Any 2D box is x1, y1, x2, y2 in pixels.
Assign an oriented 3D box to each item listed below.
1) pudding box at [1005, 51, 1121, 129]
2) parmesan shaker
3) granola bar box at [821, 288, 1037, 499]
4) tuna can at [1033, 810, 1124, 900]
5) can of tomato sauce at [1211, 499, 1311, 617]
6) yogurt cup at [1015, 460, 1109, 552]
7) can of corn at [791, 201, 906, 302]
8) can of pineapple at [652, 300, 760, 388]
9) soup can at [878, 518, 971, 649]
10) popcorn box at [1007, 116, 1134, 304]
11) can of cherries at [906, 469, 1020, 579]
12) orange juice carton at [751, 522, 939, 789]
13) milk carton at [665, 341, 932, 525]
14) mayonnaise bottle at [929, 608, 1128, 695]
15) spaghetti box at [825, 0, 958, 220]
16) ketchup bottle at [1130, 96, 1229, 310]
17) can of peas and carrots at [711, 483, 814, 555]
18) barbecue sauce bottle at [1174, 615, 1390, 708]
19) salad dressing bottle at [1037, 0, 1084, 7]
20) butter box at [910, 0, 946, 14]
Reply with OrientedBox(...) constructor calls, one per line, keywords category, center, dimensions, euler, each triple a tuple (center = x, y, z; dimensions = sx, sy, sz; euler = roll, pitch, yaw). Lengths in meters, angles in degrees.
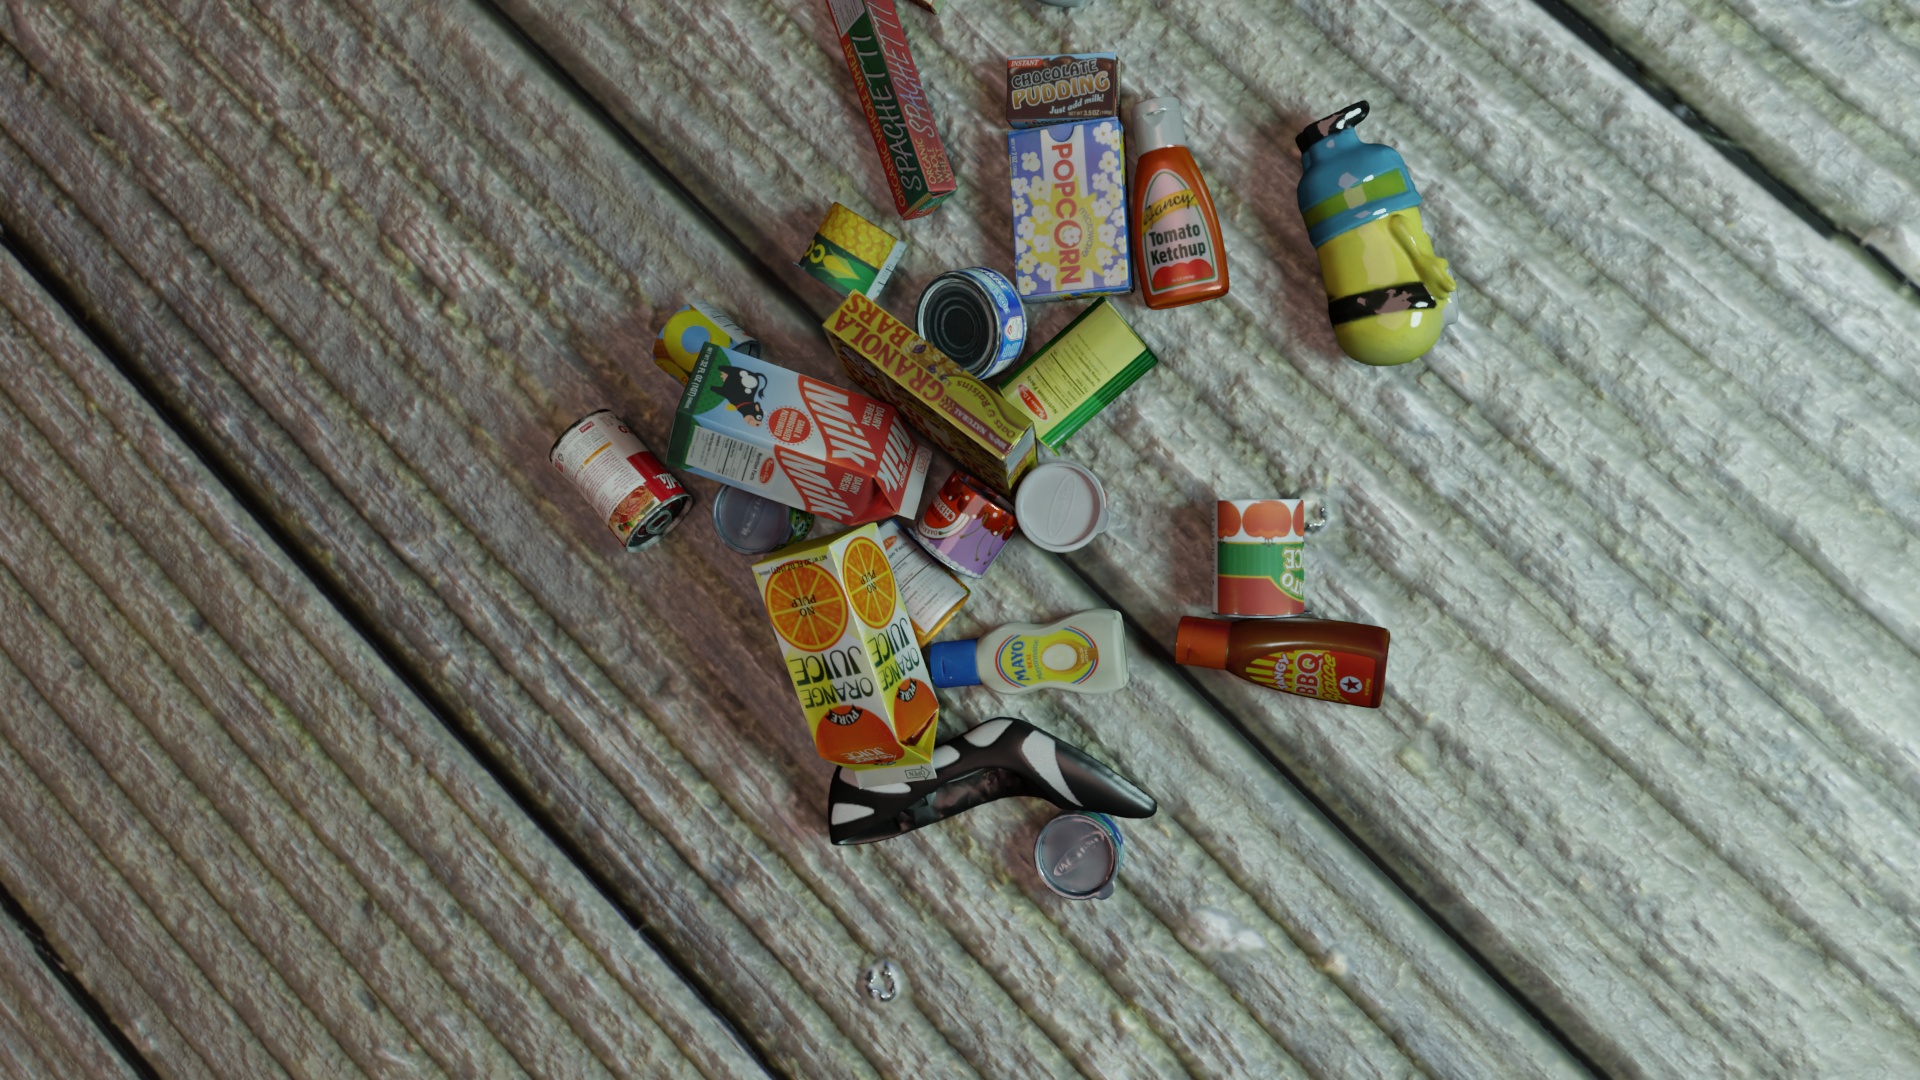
OrientedBox(category="pudding box", center=(0.078, -0.338, 1.044), dimensions=(0.084, 0.030, 0.049), euler=(3, 92, 14))
OrientedBox(category="parmesan shaker", center=(0.089, -0.122, 1.032), dimensions=(0.103, 0.071, 0.071), euler=(-40, 82, 12))
OrientedBox(category="granola bar box", center=(-0.018, -0.106, 1.029), dimensions=(0.166, 0.124, 0.039), euler=(38, 84, 10))
OrientedBox(category="tuna can", center=(0.093, 0.240, 1.062), dimensions=(0.071, 0.033, 0.071), euler=(1, 93, 15))
OrientedBox(category="can of tomato sauce", center=(0.217, 0.012, 1.003), dimensions=(0.071, 0.071, 0.083), euler=(0, 92, 15))
OrientedBox(category="yogurt cup", center=(0.079, -0.026, 1.044), dimensions=(0.072, 0.054, 0.072), euler=(1, 93, 15))
OrientedBox(category="can of corn", center=(-0.086, -0.222, 1.072), dimensions=(0.071, 0.071, 0.058), euler=(33, 99, 11))
OrientedBox(category="can of pineapple", center=(-0.204, -0.148, 1.108), dimensions=(0.058, 0.071, 0.071), euler=(39, 101, 11))
OrientedBox(category="soup can", center=(-0.044, 0.036, 1.076), dimensions=(0.084, 0.071, 0.071), euler=(43, 102, 8))
OrientedBox(category="popcorn box", center=(0.083, -0.245, 1.043), dimensions=(0.085, 0.038, 0.126), euler=(-3, 92, 16))
OrientedBox(category="can of cherries", center=(0.004, -0.013, 1.056), dimensions=(0.071, 0.071, 0.058), euler=(38, 101, 10))
OrientedBox(category="orange juice carton", center=(-0.077, 0.091, 1.023), dimensions=(0.071, 0.073, 0.192), euler=(-15, 98, 27))
OrientedBox(category="milk carton", center=(-0.117, -0.073, 1.050), dimensions=(0.191, 0.073, 0.073), euler=(19, 54, -8))
OrientedBox(category="mayonnaise bottle", center=(0.052, 0.090, 1.063), dimensions=(0.148, 0.041, 0.064), euler=(-7, 93, 14))
OrientedBox(category="spaghetti box", center=(-0.064, -0.371, 1.069), dimensions=(0.050, 0.029, 0.250), euler=(-23, 85, 57))
OrientedBox(category="ketchup bottle", center=(0.155, -0.248, 1.021), dimensions=(0.064, 0.043, 0.148), euler=(-10, 89, 15))
OrientedBox(category="can of peas and carrots", center=(-0.153, -0.022, 1.104), dimensions=(0.071, 0.059, 0.071), euler=(1, 93, 14))
OrientedBox(category="barbecue sauce bottle", center=(0.232, 0.082, 1.008), dimensions=(0.148, 0.044, 0.064), euler=(8, 132, 17))
OrientedBox(category="salad dressing bottle", center=(0.034, -0.449, 1.027), dimensions=(0.148, 0.044, 0.064), euler=(27, 100, -2))
OrientedBox(category="butter box", center=(-0.015, -0.464, 1.067), dimensions=(0.053, 0.024, 0.103), euler=(34, 100, 10))
